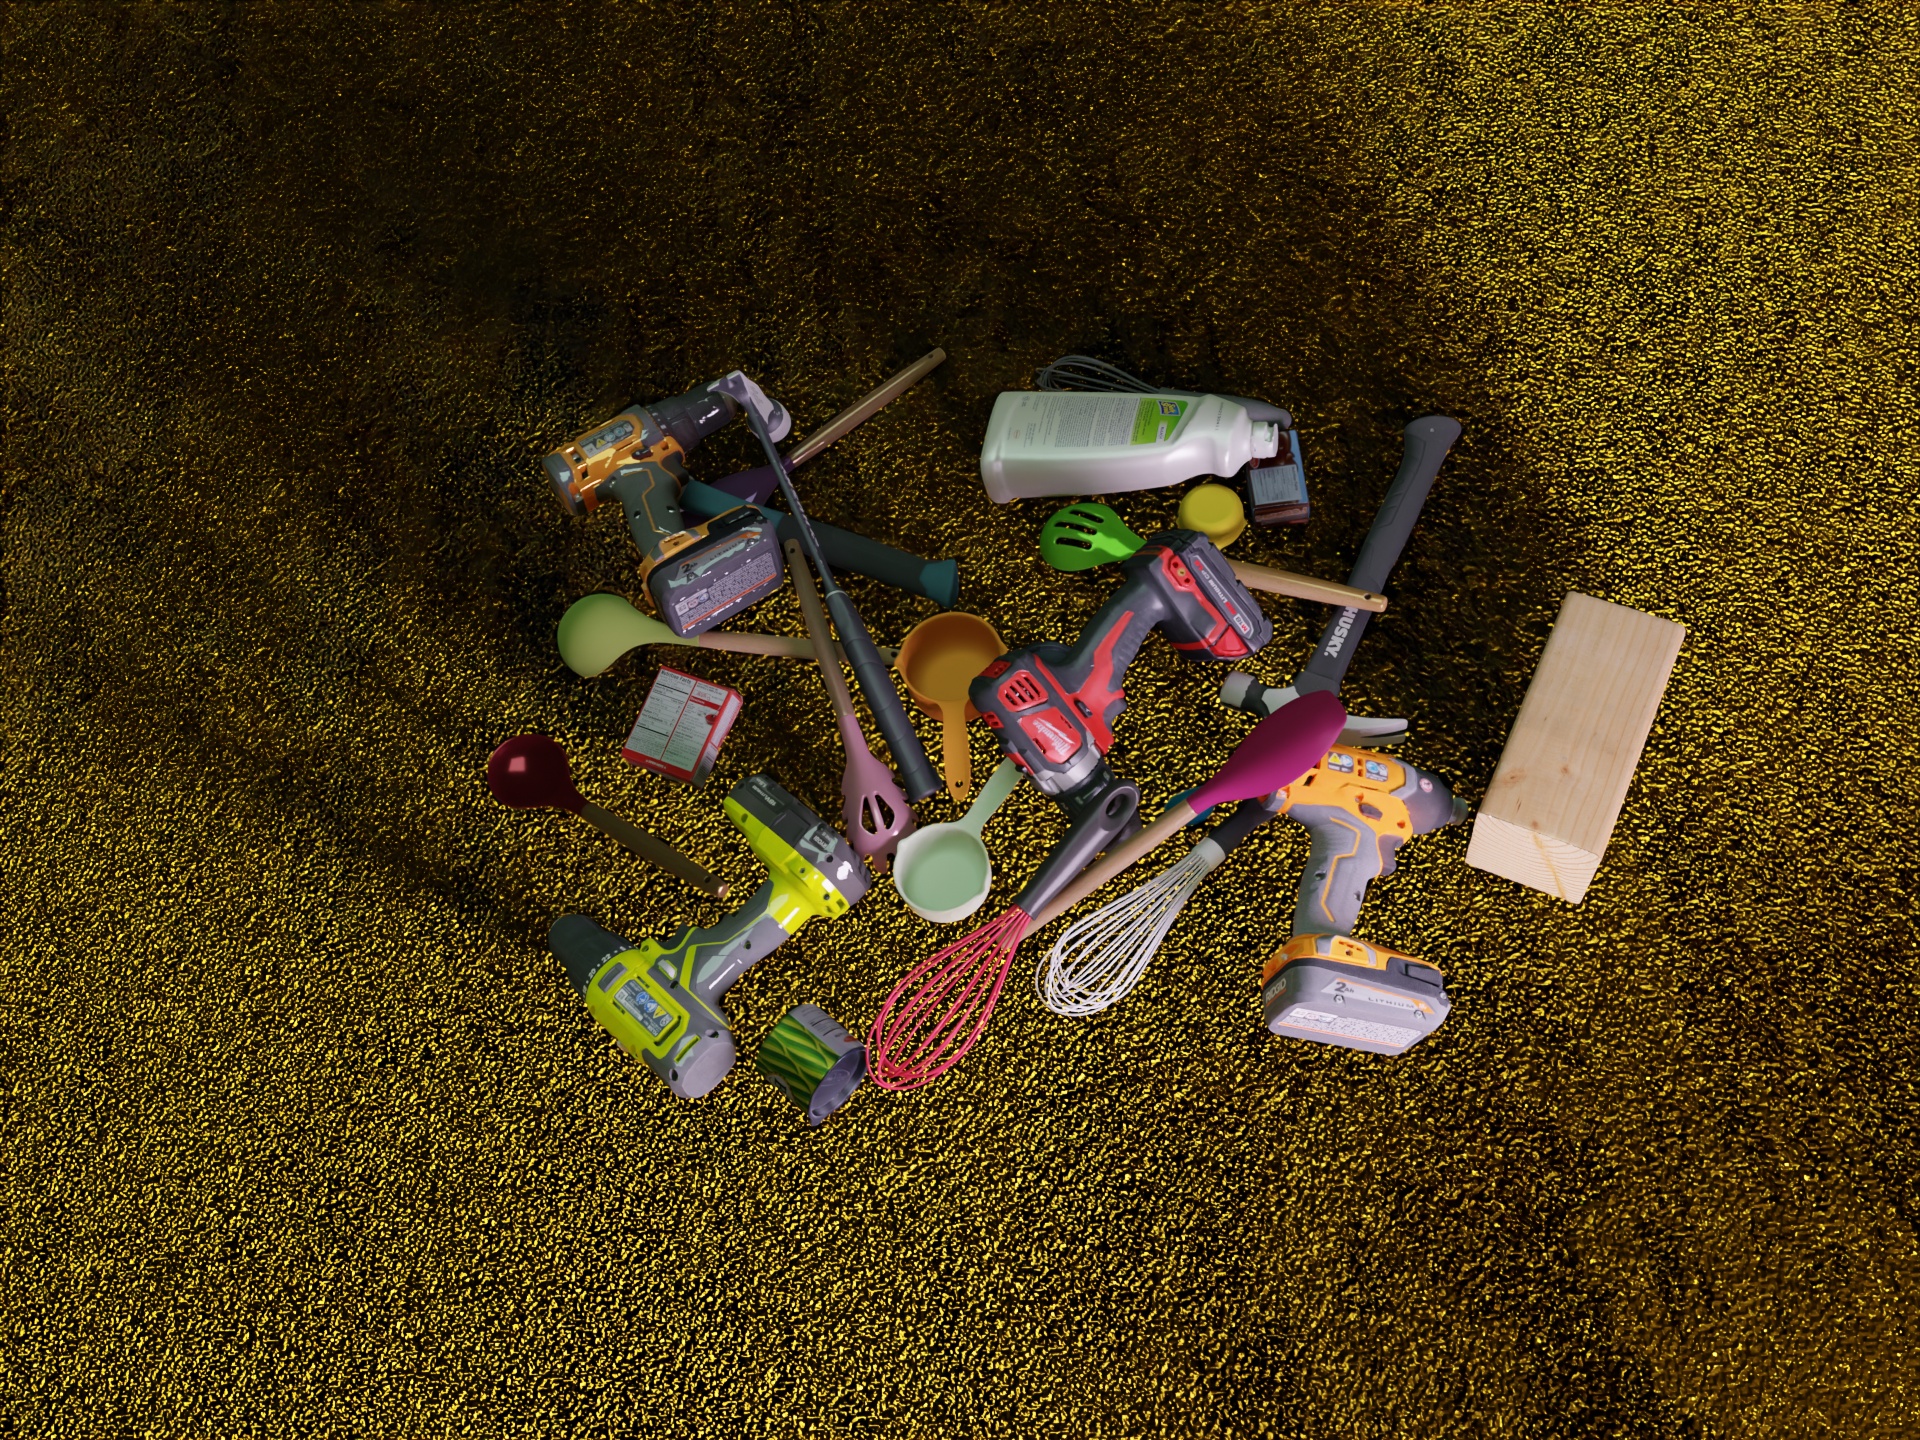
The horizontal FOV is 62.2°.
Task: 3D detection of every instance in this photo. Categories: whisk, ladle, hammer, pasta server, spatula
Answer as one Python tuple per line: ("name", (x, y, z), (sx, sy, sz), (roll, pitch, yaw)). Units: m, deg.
("whisk", (0.183, -0.294, 1.451), (0.239, 0.055, 0.055), (13, 64, 13))
("ladle", (-0.201, -0.065, 1.402), (0.320, 0.062, 0.078), (6, 67, 6))
("hammer", (-0.149, -0.172, 1.439), (0.331, 0.033, 0.128), (21, 72, 16))
("hammer", (-0.110, -0.117, 1.337), (0.036, 0.149, 0.409), (-27, 76, 7))
("hammer", (0.350, -0.124, 1.332), (0.146, 0.035, 0.335), (21, 67, 21))
("pasta server", (-0.102, -0.020, 1.340), (0.060, 0.040, 0.316), (-19, 64, -2))
("ladle", (-0.287, 0.081, 1.291), (0.316, 0.031, 0.069), (23, 69, 40))
("whisk", (0.035, 0.157, 1.192), (0.073, 0.073, 0.296), (38, 83, 26))
("whisk", (0.169, 0.124, 1.219), (0.284, 0.070, 0.070), (-40, 62, -17))
("spatula", (-0.142, -0.262, 1.506), (0.316, 0.018, 0.060), (-37, 64, -10))

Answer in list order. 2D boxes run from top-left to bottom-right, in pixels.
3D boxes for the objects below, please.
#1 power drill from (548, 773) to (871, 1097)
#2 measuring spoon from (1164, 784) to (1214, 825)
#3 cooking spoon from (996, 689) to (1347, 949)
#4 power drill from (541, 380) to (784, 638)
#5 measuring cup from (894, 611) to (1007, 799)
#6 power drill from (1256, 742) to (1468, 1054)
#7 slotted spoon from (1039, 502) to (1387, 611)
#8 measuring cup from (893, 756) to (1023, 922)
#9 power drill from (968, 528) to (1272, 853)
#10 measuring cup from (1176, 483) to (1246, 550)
("power drill", (-0.201, 0.157, 1.253), (0.191, 0.080, 0.228), (35, 75, 30))
("measuring spoon", (0.221, 0.052, 1.268), (0.128, 0.021, 0.042), (-27, 17, -14))
("cooking spoon", (0.154, 0.080, 1.201), (0.319, 0.017, 0.069), (-38, 39, 13))
("power drill", (-0.240, -0.199, 1.405), (0.185, 0.084, 0.226), (-32, 61, -15))
("measuring cup", (-0.002, -0.004, 1.320), (0.095, 0.052, 0.174), (-7, 62, 6))
("power drill", (0.301, 0.123, 1.171), (0.164, 0.084, 0.227), (12, 58, -8))
("slotted spoon", (0.205, -0.133, 1.343), (0.314, 0.031, 0.070), (16, 72, 26))
("measuring cup", (0.013, 0.089, 1.274), (0.083, 0.038, 0.168), (28, 68, 23))
("power drill", (0.137, -0.021, 1.251), (0.227, 0.080, 0.187), (-42, 104, -14))
("measuring cup", (0.212, -0.138, 1.367), (0.062, 0.029, 0.157), (3, 61, 12))
